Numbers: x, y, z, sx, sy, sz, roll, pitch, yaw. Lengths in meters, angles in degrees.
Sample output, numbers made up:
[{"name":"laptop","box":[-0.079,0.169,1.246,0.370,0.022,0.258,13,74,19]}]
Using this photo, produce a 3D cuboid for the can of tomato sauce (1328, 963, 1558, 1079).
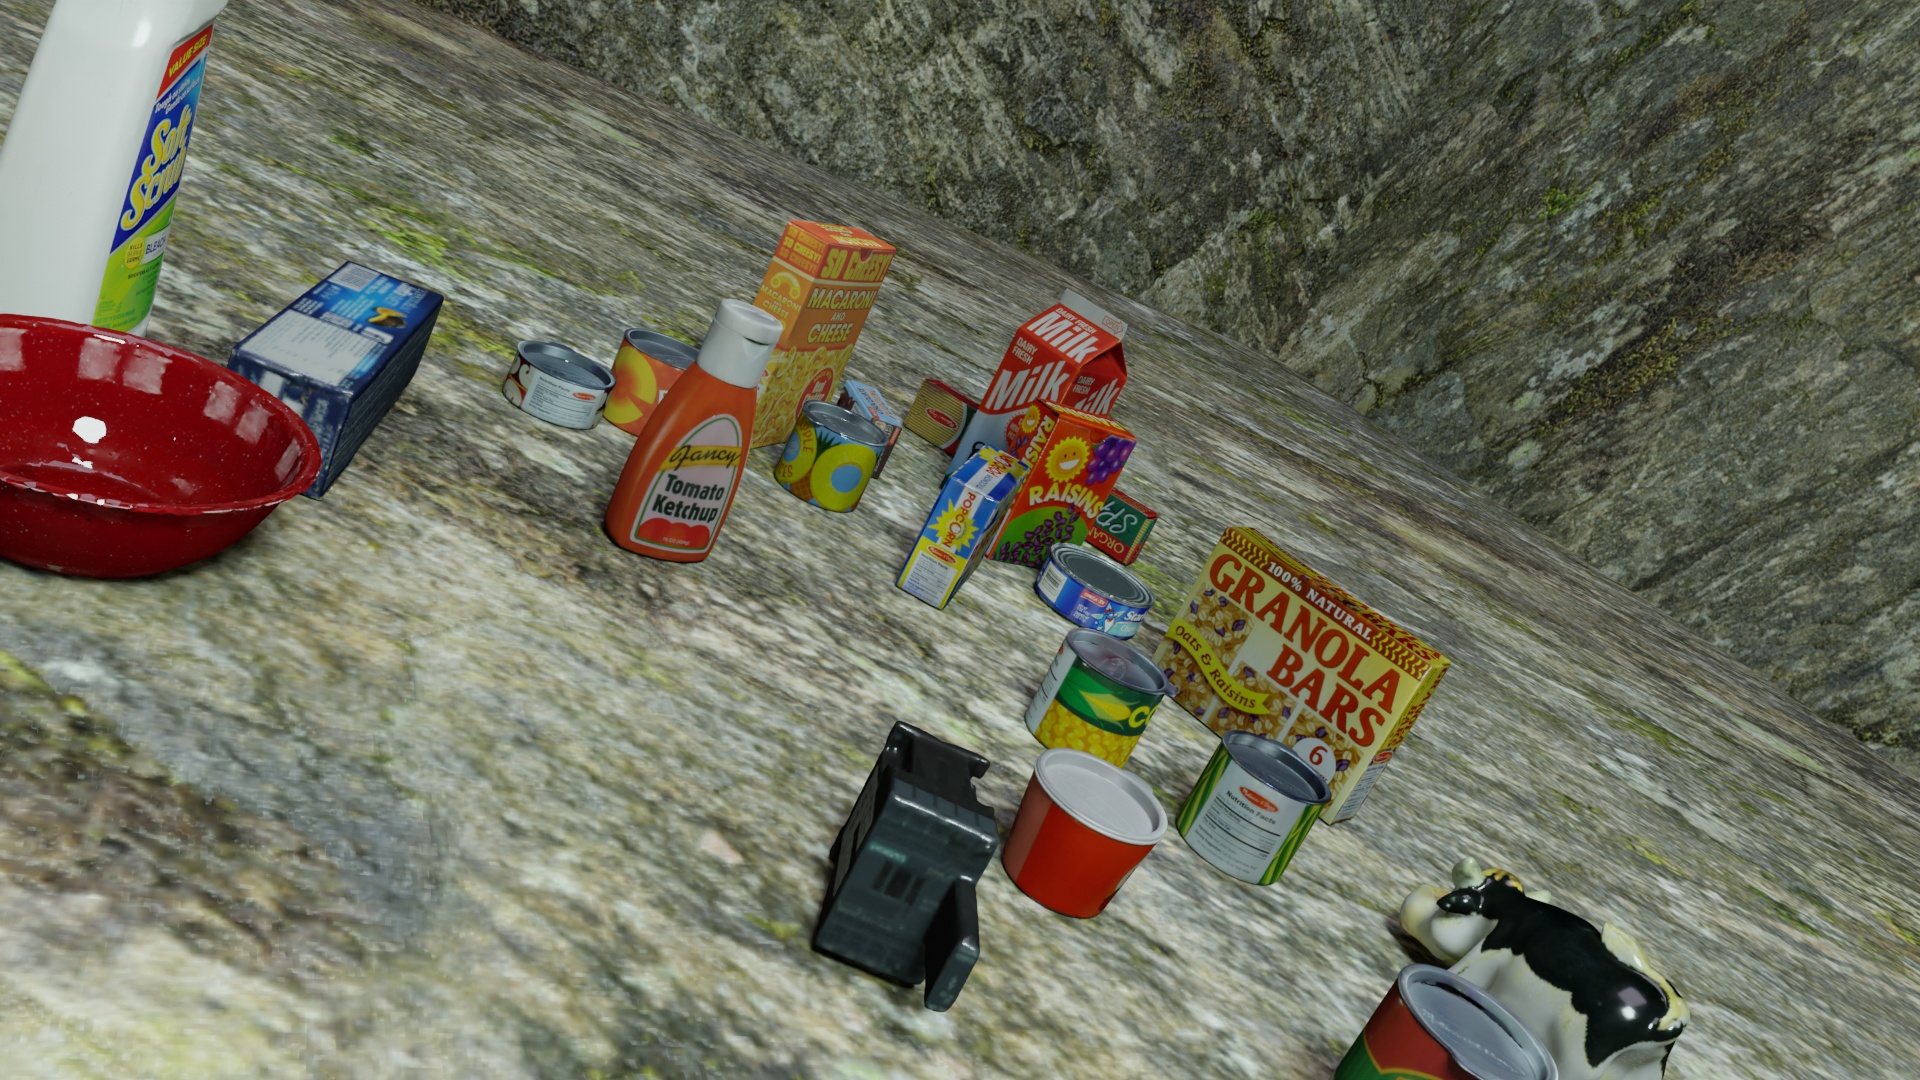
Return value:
[{"name":"can of tomato sauce","box":[0.181,0.222,0.544,0.071,0.082,0.071,24,18,-8]}]

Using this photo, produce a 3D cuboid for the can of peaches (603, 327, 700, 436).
[{"name":"can of peaches","box":[-0.209,-0.105,0.959,0.071,0.058,0.071,24,18,-8]}]

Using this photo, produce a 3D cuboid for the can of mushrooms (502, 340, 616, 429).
[{"name":"can of mushrooms","box":[-0.264,-0.103,0.916,0.071,0.033,0.071,24,18,-8]}]

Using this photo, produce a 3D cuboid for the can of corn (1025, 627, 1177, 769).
[{"name":"can of corn","box":[0.081,0.094,0.803,0.071,0.058,0.071,24,18,-8]}]

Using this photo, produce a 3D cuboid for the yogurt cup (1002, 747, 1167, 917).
[{"name":"yogurt cup","box":[0.055,0.138,0.650,0.072,0.053,0.072,24,18,-8]}]

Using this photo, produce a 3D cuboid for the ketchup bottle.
[{"name":"ketchup bottle","box":[-0.145,-0.061,0.775,0.065,0.148,0.044,12,22,-39]}]

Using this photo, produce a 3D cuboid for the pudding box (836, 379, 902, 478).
[{"name":"pudding box","box":[-0.079,-0.090,1.112,0.030,0.049,0.084,18,20,-27]}]

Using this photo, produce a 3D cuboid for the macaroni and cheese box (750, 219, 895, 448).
[{"name":"macaroni and cheese box","box":[-0.118,-0.153,1.042,0.040,0.166,0.124,31,18,13]}]

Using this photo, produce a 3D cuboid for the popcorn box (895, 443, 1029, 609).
[{"name":"popcorn box","box":[0.003,-0.012,0.948,0.038,0.085,0.127,28,18,4]}]

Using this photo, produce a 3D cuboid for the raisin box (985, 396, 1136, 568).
[{"name":"raisin box","box":[0.069,-0.040,1.057,0.086,0.123,0.040,12,22,-39]}]

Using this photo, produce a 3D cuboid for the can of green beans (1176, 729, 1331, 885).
[{"name":"can of green beans","box":[0.161,0.147,0.767,0.071,0.057,0.071,24,18,-8]}]

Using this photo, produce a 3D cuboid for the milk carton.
[{"name":"milk carton","box":[0.067,-0.105,1.125,0.072,0.190,0.073,38,21,33]}]

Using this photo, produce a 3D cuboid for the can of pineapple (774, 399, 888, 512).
[{"name":"can of pineapple","box":[-0.094,-0.061,0.993,0.071,0.057,0.071,24,18,-8]}]

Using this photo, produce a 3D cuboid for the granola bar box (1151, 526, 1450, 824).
[{"name":"granola bar box","box":[0.216,0.085,0.910,0.039,0.123,0.166,5,27,-50]}]

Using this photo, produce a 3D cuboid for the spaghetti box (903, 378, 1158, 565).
[{"name":"spaghetti box","box":[0.060,-0.063,1.228,0.250,0.050,0.029,33,18,21]}]
